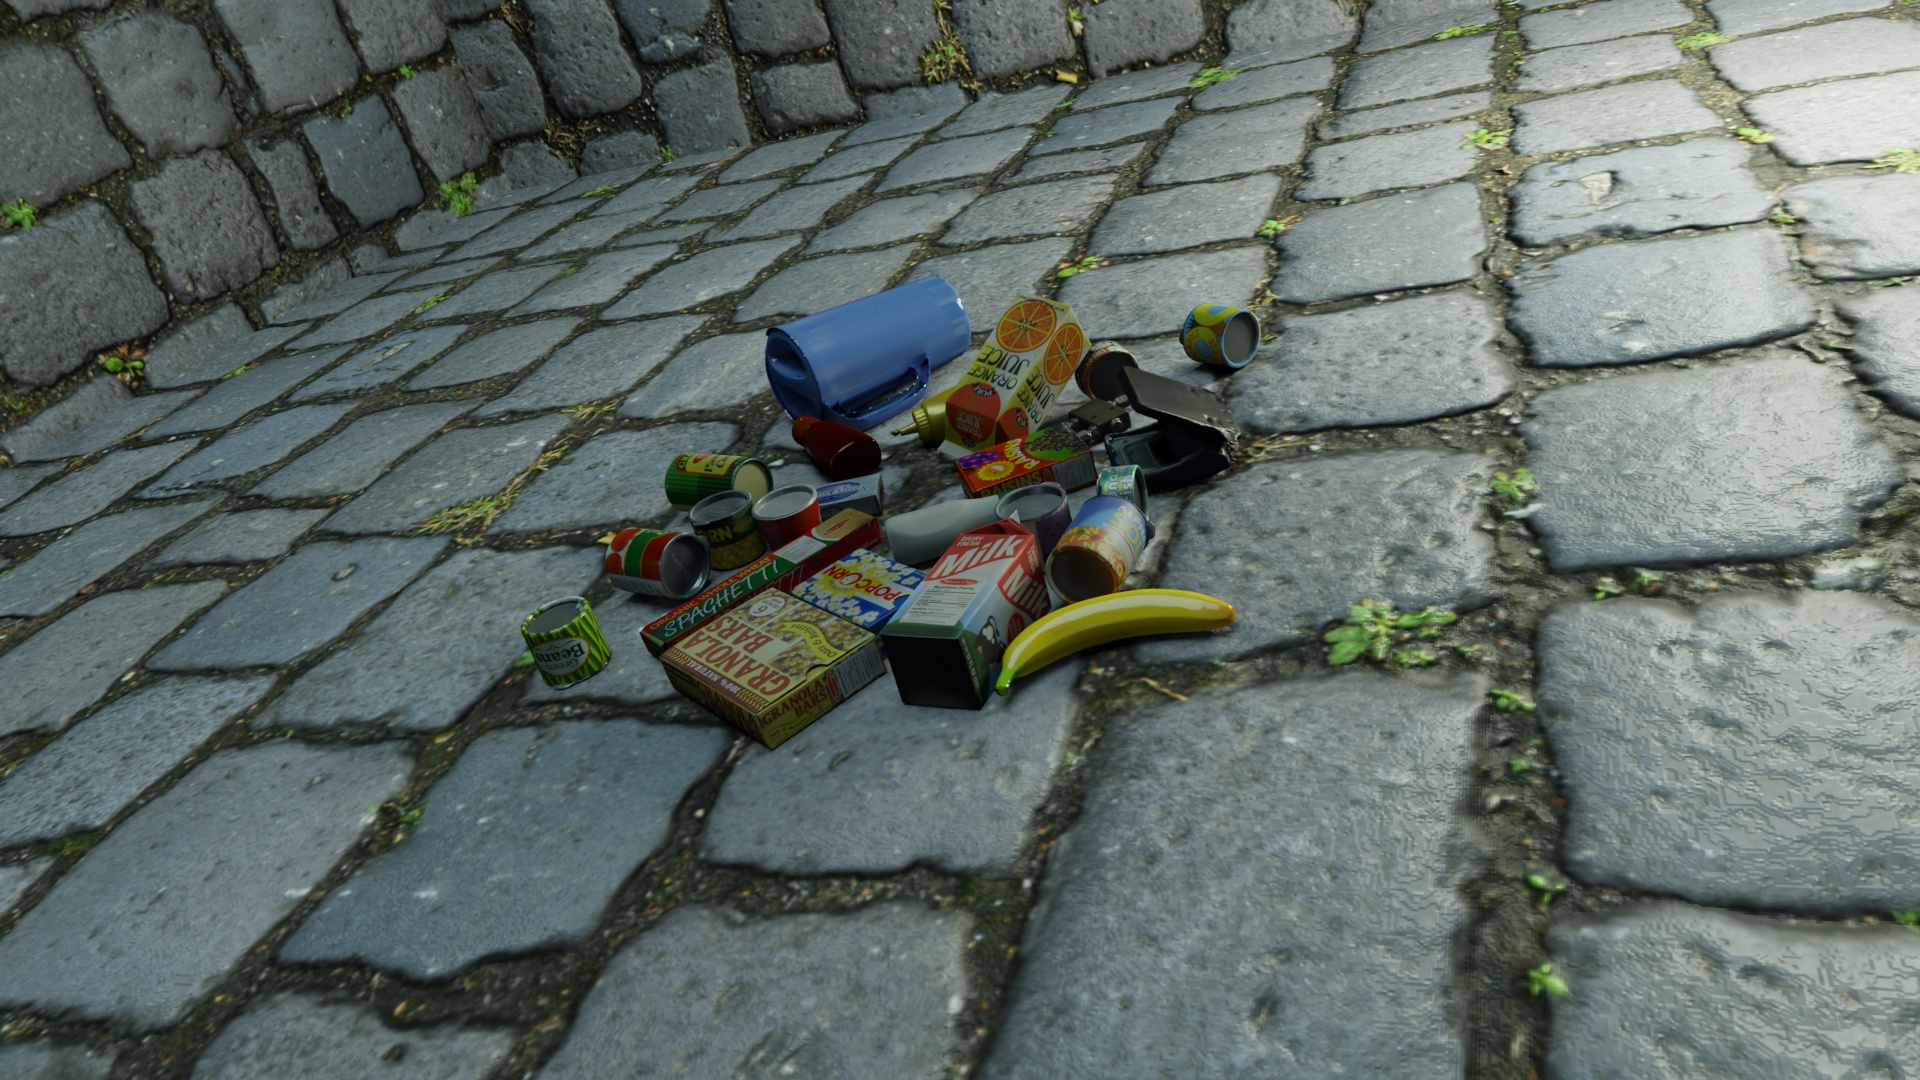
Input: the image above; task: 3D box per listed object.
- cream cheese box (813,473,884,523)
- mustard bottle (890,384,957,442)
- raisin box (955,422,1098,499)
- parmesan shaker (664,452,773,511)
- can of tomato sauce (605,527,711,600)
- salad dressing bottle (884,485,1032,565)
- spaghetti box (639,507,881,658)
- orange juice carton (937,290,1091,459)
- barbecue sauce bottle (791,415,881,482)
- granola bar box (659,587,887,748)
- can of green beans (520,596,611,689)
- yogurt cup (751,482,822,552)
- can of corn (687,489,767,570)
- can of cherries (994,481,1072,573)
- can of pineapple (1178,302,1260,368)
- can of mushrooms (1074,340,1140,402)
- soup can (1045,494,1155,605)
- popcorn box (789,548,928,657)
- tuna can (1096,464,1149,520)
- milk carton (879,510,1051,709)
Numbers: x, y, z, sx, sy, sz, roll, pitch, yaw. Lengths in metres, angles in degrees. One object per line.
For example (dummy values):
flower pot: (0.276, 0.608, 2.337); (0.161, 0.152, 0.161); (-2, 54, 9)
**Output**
cream cheese box: (-0.132, -0.040, 1.449); (0.104, 0.024, 0.053); (-11, 26, 9)
mustard bottle: (-0.002, -0.143, 1.546); (0.160, 0.048, 0.065); (-19, 33, -6)
raisin box: (0.065, -0.070, 1.384); (0.123, 0.040, 0.086); (-19, 28, -5)
parmesan shaker: (-0.261, -0.062, 1.515); (0.103, 0.071, 0.072); (5, 34, 35)
can of tomato sauce: (-0.299, 0.020, 1.378); (0.083, 0.071, 0.071); (5, 34, 37)
salad dressing bottle: (0.005, -0.016, 1.313); (0.148, 0.043, 0.064); (-15, 25, -1)
spaghetti box: (-0.187, 0.041, 1.321); (0.251, 0.028, 0.050); (-32, 31, -29)
orange juice carton: (0.052, -0.161, 1.467); (0.072, 0.073, 0.193); (24, 75, 34)
barbecue sauce bottle: (-0.147, -0.108, 1.564); (0.065, 0.043, 0.149); (-26, 28, -20)
granola bar box: (-0.161, 0.103, 1.180); (0.125, 0.039, 0.165); (-33, 31, -29)
can of green beans: (-0.366, 0.093, 1.288); (0.071, 0.057, 0.071); (-13, 27, 7)
yogurt cup: (-0.170, -0.018, 1.395); (0.072, 0.053, 0.073); (-13, 27, 7)
can of corn: (-0.237, -0.009, 1.411); (0.071, 0.058, 0.071); (-12, 27, 7)
can of cherries: (0.071, -0.011, 1.250); (0.071, 0.058, 0.072); (-13, 26, 7)
can of pineapple: (0.286, -0.224, 1.526); (0.071, 0.070, 0.058); (-32, 31, -28)
can of mushrooms: (0.158, -0.182, 1.511); (0.071, 0.070, 0.033); (-20, 29, -8)
soup can: (0.119, 0.010, 1.176); (0.071, 0.071, 0.084); (0, 32, 28)
popcorn box: (-0.081, 0.054, 1.231); (0.085, 0.038, 0.127); (-31, 31, -30)
tuna can: (0.145, -0.035, 1.242); (0.033, 0.070, 0.071); (-6, 29, 19)
milk carton: (0.016, 0.052, 1.146); (0.073, 0.072, 0.191); (1, 33, 30)
